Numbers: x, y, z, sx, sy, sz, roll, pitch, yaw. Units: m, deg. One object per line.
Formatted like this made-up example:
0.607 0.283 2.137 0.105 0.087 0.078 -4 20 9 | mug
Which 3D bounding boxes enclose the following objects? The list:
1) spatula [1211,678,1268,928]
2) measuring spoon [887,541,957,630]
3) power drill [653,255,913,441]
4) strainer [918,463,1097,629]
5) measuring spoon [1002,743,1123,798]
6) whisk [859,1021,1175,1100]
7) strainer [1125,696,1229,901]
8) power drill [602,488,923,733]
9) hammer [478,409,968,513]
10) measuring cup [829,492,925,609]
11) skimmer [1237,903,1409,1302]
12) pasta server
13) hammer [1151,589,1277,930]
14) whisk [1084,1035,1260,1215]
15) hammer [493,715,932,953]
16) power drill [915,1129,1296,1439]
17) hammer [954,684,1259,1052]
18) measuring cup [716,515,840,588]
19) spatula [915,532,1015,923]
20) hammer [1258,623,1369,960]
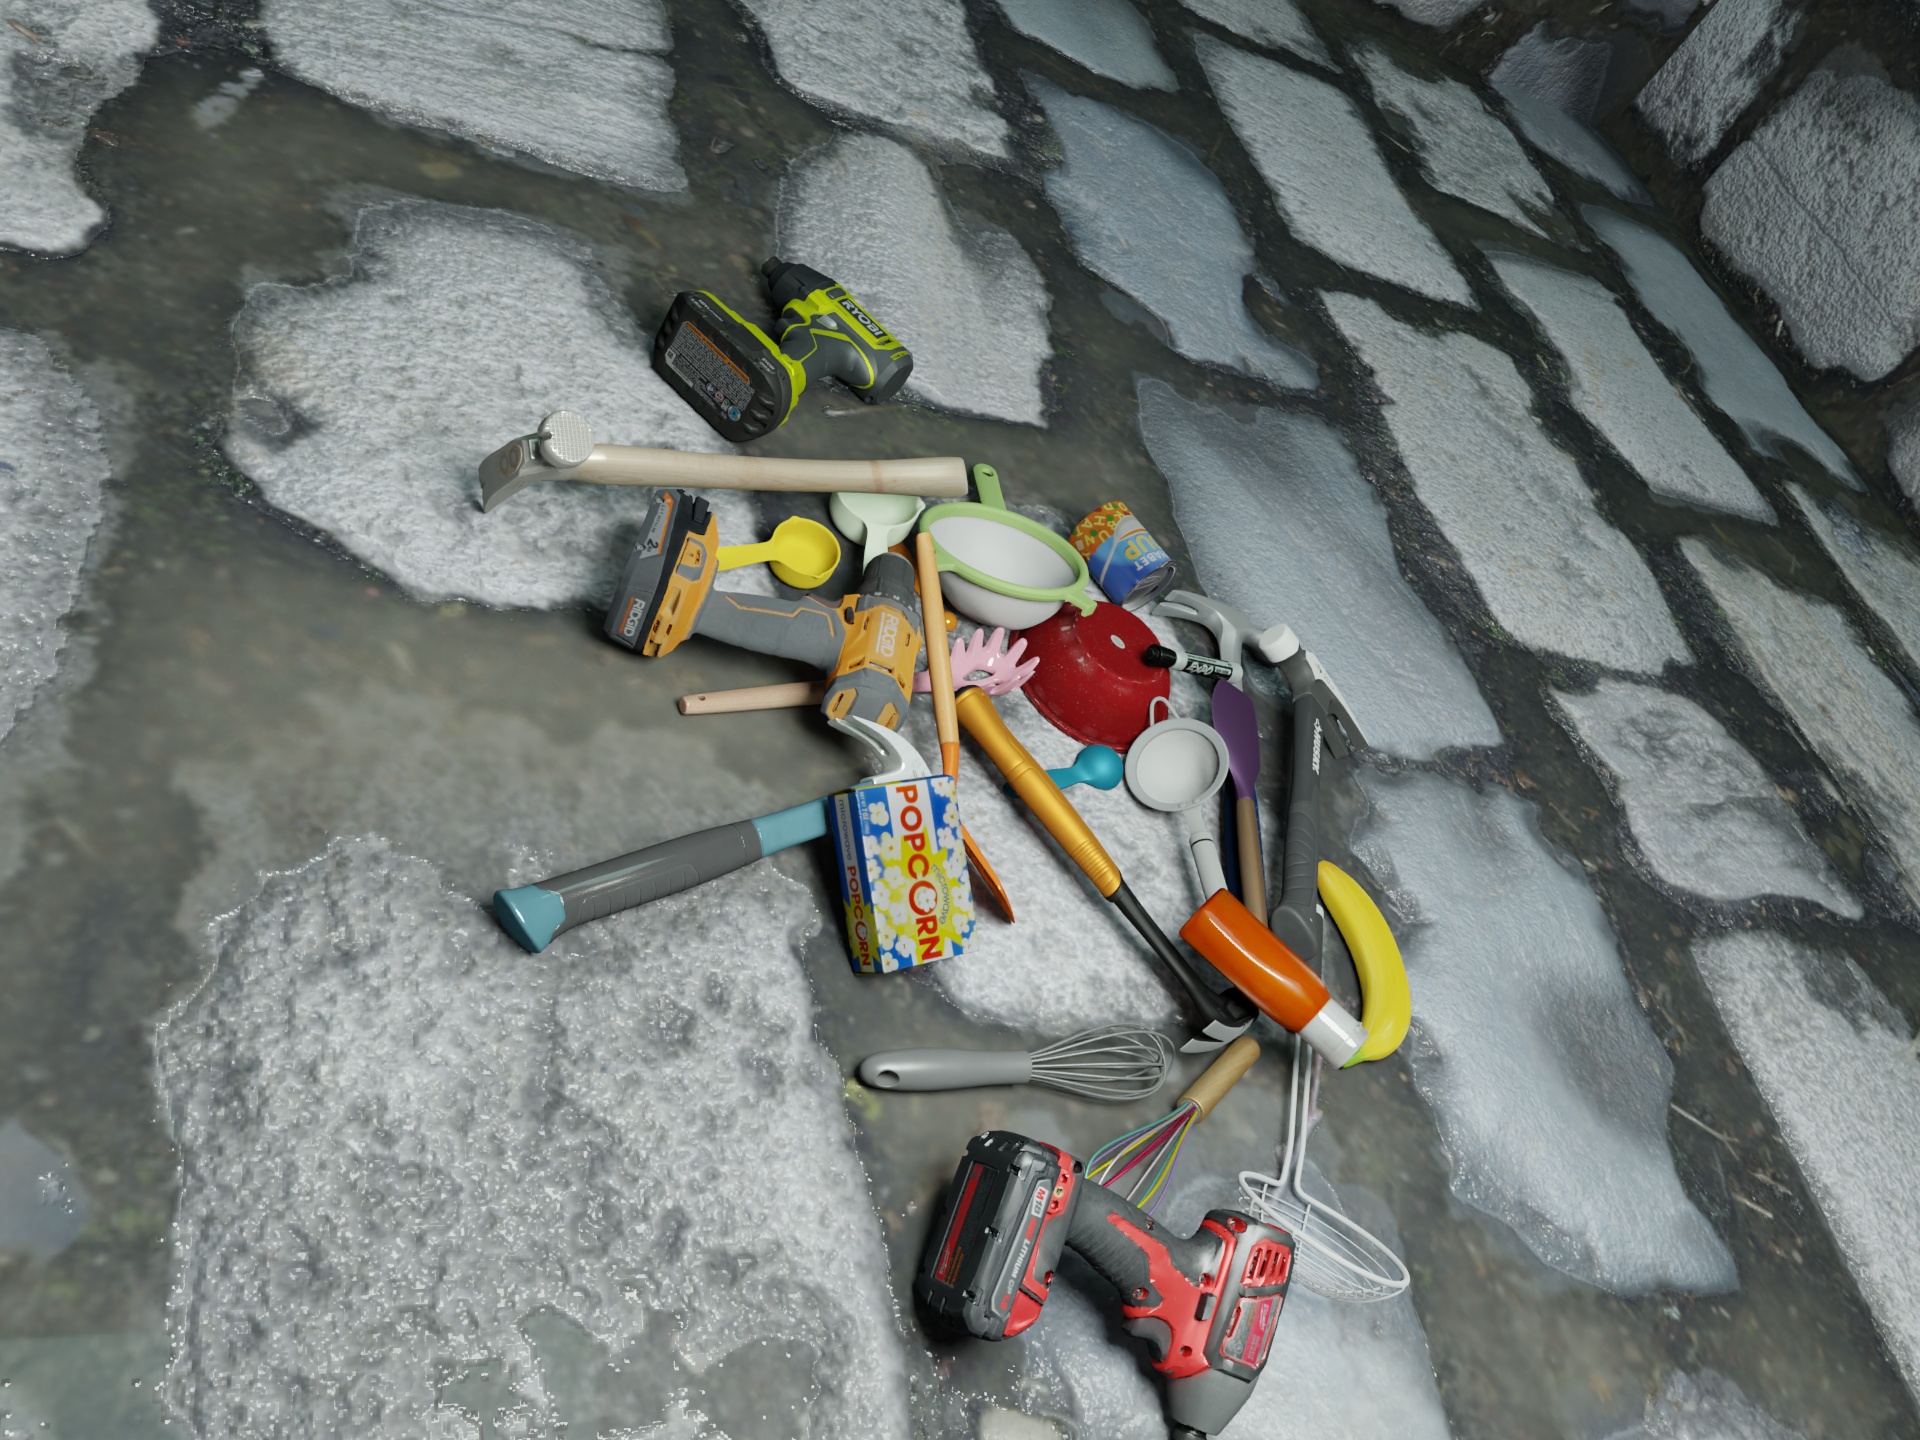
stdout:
0.232 0.086 1.292 0.059 0.018 0.316 31 41 -27 | spatula
-0.035 -0.123 1.361 0.021 0.011 0.117 -13 60 -41 | measuring spoon
-0.163 -0.341 1.426 0.171 0.080 0.223 44 38 7 | power drill
0.024 -0.149 1.399 0.151 0.069 0.257 13 29 -13 | strainer
0.086 0.042 1.287 0.128 0.021 0.042 -12 61 -40 | measuring spoon
0.042 0.231 1.069 0.238 0.055 0.055 5 51 -27 | whisk
0.191 0.093 1.278 0.050 0.087 0.259 61 15 -49 | strainer
-0.135 -0.093 1.191 0.226 0.084 0.186 21 41 -12 | power drill
-0.165 -0.191 1.244 0.410 0.146 0.038 -5 84 -40 | hammer
-0.075 -0.146 1.334 0.083 0.038 0.168 12 50 -15 | measuring cup
0.268 0.258 1.165 0.127 0.090 0.364 28 42 -10 | skimmer
-0.072 -0.031 1.233 0.316 0.040 0.060 -7 49 -37 | pasta server
0.236 0.041 1.379 0.144 0.035 0.406 24 43 -19 | hammer
0.146 0.279 1.102 0.245 0.047 0.051 -28 84 -51 | whisk
-0.149 0.084 1.056 0.331 0.033 0.128 -17 93 -38 | hammer
0.093 0.344 0.958 0.219 0.078 0.143 26 74 -18 | power drill
0.096 0.104 1.197 0.337 0.034 0.127 51 17 17 | hammer
-0.171 -0.124 1.266 0.156 0.029 0.062 -12 64 -27 | measuring cup
-0.002 -0.004 1.202 0.041 0.081 0.323 -10 65 5 | spatula
0.296 0.070 1.355 0.146 0.035 0.335 48 36 -26 | hammer
